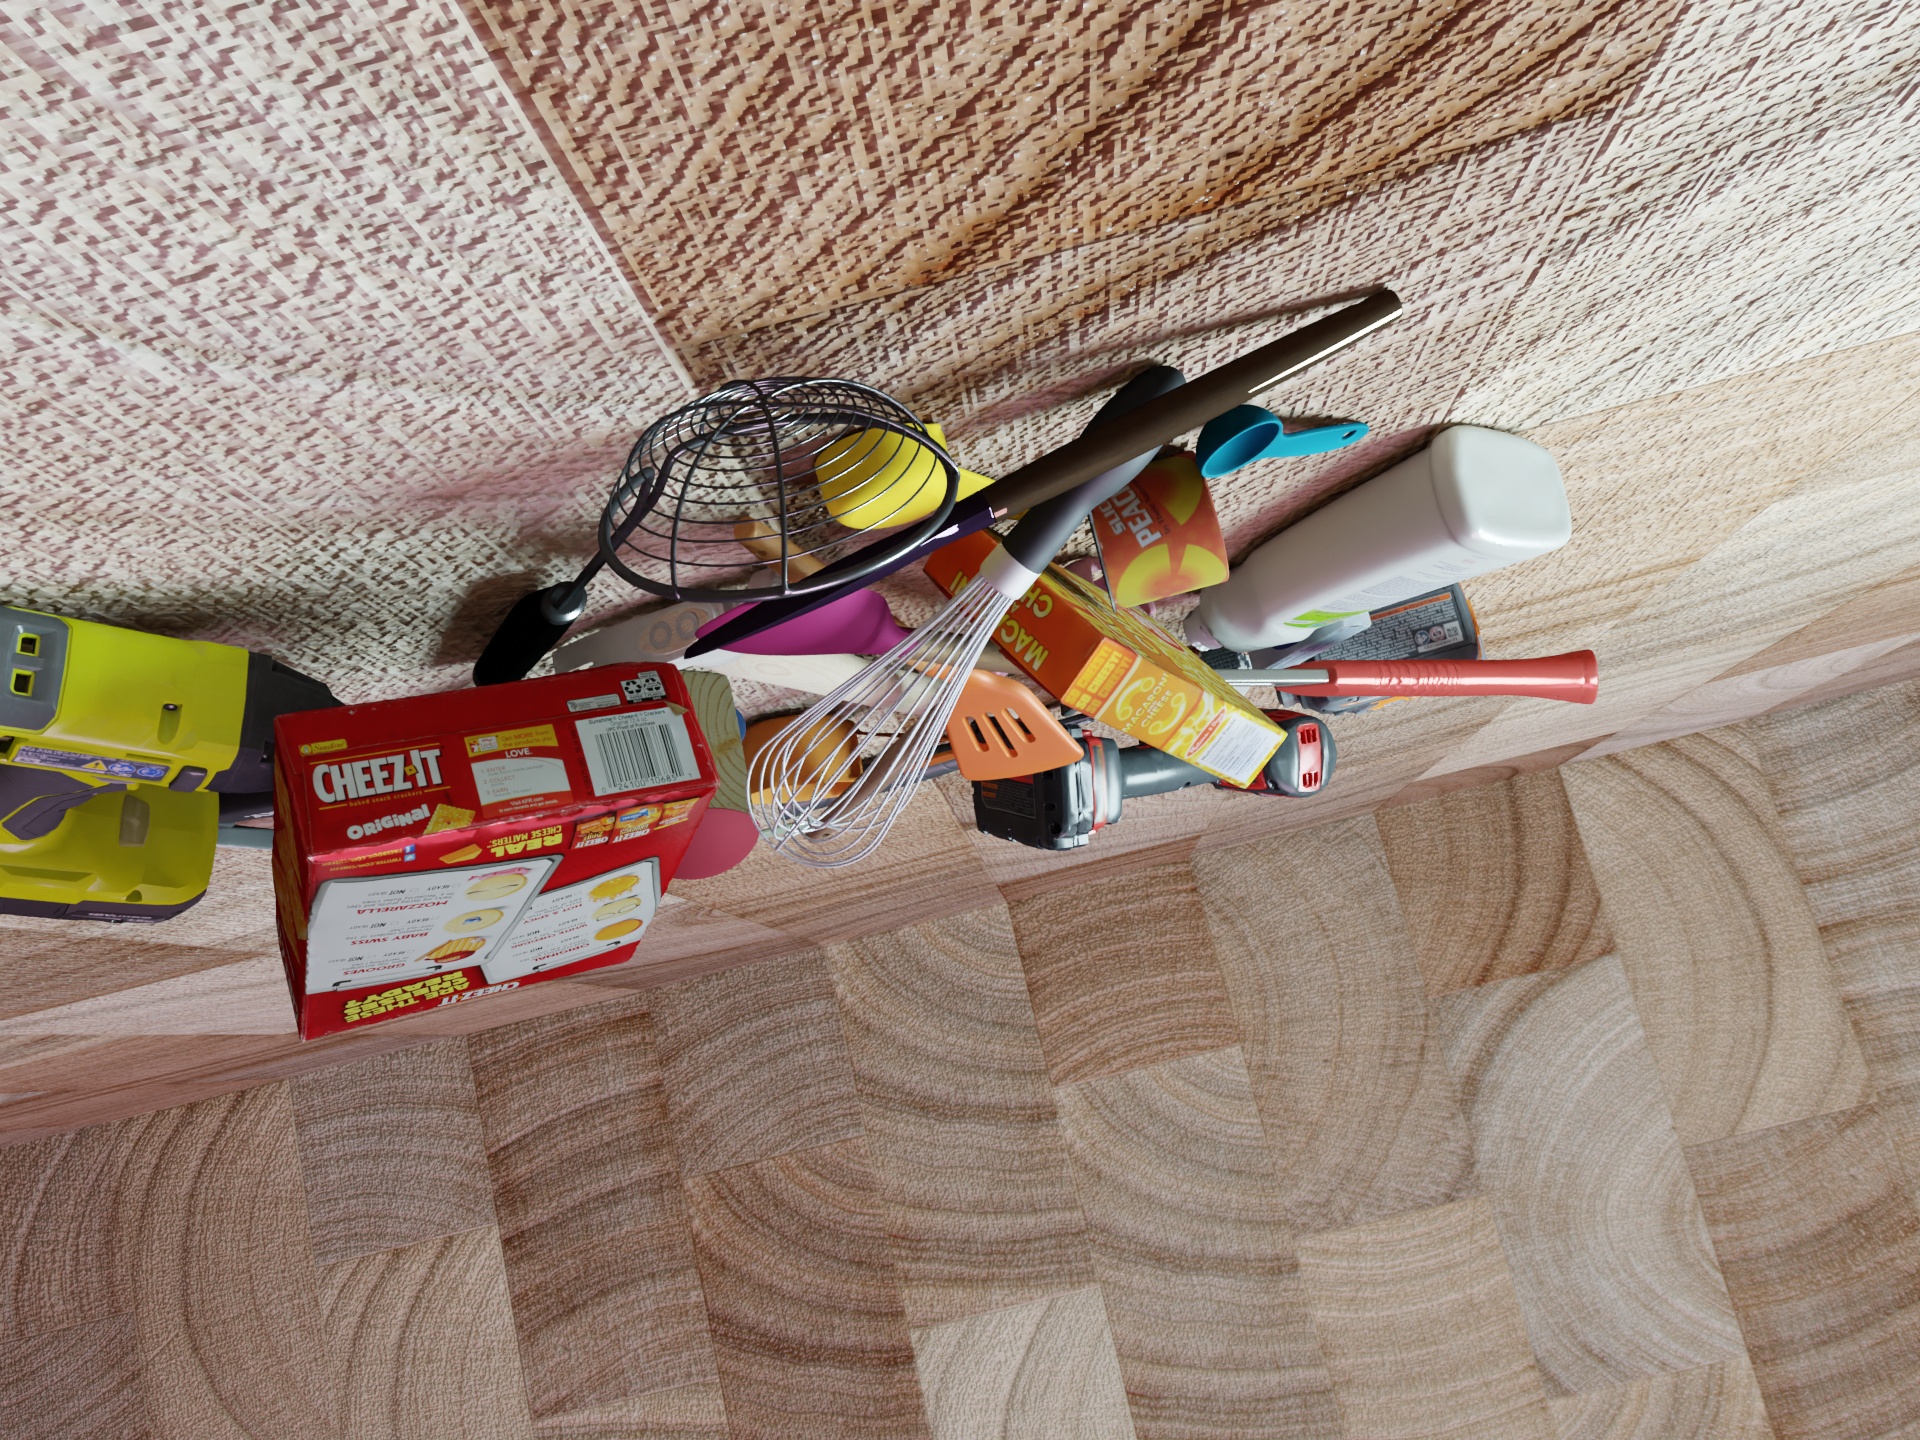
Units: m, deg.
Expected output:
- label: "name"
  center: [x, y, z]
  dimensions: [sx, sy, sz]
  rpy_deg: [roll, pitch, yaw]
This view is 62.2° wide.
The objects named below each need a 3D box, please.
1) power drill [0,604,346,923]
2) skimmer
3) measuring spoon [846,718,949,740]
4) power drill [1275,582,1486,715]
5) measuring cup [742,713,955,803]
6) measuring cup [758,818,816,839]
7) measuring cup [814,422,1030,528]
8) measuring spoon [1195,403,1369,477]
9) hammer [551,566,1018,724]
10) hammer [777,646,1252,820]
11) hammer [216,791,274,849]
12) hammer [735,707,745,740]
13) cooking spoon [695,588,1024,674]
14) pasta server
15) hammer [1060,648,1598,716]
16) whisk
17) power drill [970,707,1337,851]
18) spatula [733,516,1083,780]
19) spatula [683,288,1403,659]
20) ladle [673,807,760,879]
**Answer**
- label: "power drill"
  center: [-0.372, 0.025, 0.705]
  dimensions: [0.171, 0.080, 0.223]
  rpy_deg: [13, 153, -36]
- label: "skimmer"
  center: [-0.131, -0.046, 0.667]
  dimensions: [0.127, 0.090, 0.363]
  rpy_deg: [-40, -173, -34]
- label: "measuring spoon"
  center: [-0.044, 0.007, 1.111]
  dimensions: [0.117, 0.011, 0.021]
  rpy_deg: [4, 179, 38]
- label: "power drill"
  center: [0.309, -0.046, 1.194]
  dimensions: [0.164, 0.084, 0.226]
  rpy_deg: [-17, 172, 16]
- label: "measuring cup"
  center: [-0.074, 0.017, 1.083]
  dimensions: [0.173, 0.052, 0.095]
  rpy_deg: [-14, 169, 22]
- label: "measuring cup"
  center: [-0.181, 0.072, 1.112]
  dimensions: [0.167, 0.038, 0.083]
  rpy_deg: [-10, 168, -23]
- label: "measuring cup"
  center: [-0.005, -0.097, 0.713]
  dimensions: [0.062, 0.029, 0.156]
  rpy_deg: [-20, 165, 29]
- label: "measuring spoon"
  center: [0.153, -0.138, 0.752]
  dimensions: [0.128, 0.021, 0.042]
  rpy_deg: [-15, 159, -44]
- label: "hammer"
  center: [-0.071, -0.022, 0.976]
  dimensions: [0.146, 0.038, 0.410]
  rpy_deg: [-17, 168, 22]
- label: "hammer"
  center: [0.037, 0.016, 1.280]
  dimensions: [0.409, 0.036, 0.149]
  rpy_deg: [-16, 169, 14]
- label: "hammer"
  center: [-0.305, 0.032, 0.877]
  dimensions: [0.335, 0.035, 0.146]
  rpy_deg: [-9, 170, 13]
- label: "hammer"
  center: [-0.250, 0.064, 1.173]
  dimensions: [0.144, 0.035, 0.405]
  rpy_deg: [-5, 166, -33]
- label: "cooking spoon"
  center: [-0.012, -0.036, 0.785]
  dimensions: [0.069, 0.017, 0.318]
  rpy_deg: [-24, 165, 30]
- label: "pasta server"
  center: [-0.002, -0.003, 0.972]
  dimensions: [0.060, 0.040, 0.316]
  rpy_deg: [12, 138, -40]
- label: "hammer"
  center: [0.247, -0.026, 1.013]
  dimensions: [0.359, 0.037, 0.149]
  rpy_deg: [-1, 175, -19]
- label: "whisk"
  center: [0.000, -0.043, 0.697]
  dimensions: [0.284, 0.070, 0.070]
  rpy_deg: [-49, 154, 19]
- label: "power drill"
  center: [0.119, 0.027, 1.101]
  dimensions: [0.226, 0.080, 0.188]
  rpy_deg: [-7, -173, -27]
- label: "spatula"
  center: [-0.028, -0.032, 0.843]
  dimensions: [0.081, 0.041, 0.322]
  rpy_deg: [-12, 159, 23]
- label: "spatula"
  center: [0.034, -0.095, 0.625]
  dimensions: [0.316, 0.018, 0.060]
  rpy_deg: [-27, -167, -3]
- label: "ladle"
  center: [-0.237, 0.029, 0.800]
  dimensions: [0.315, 0.031, 0.069]
  rpy_deg: [23, 134, -34]
